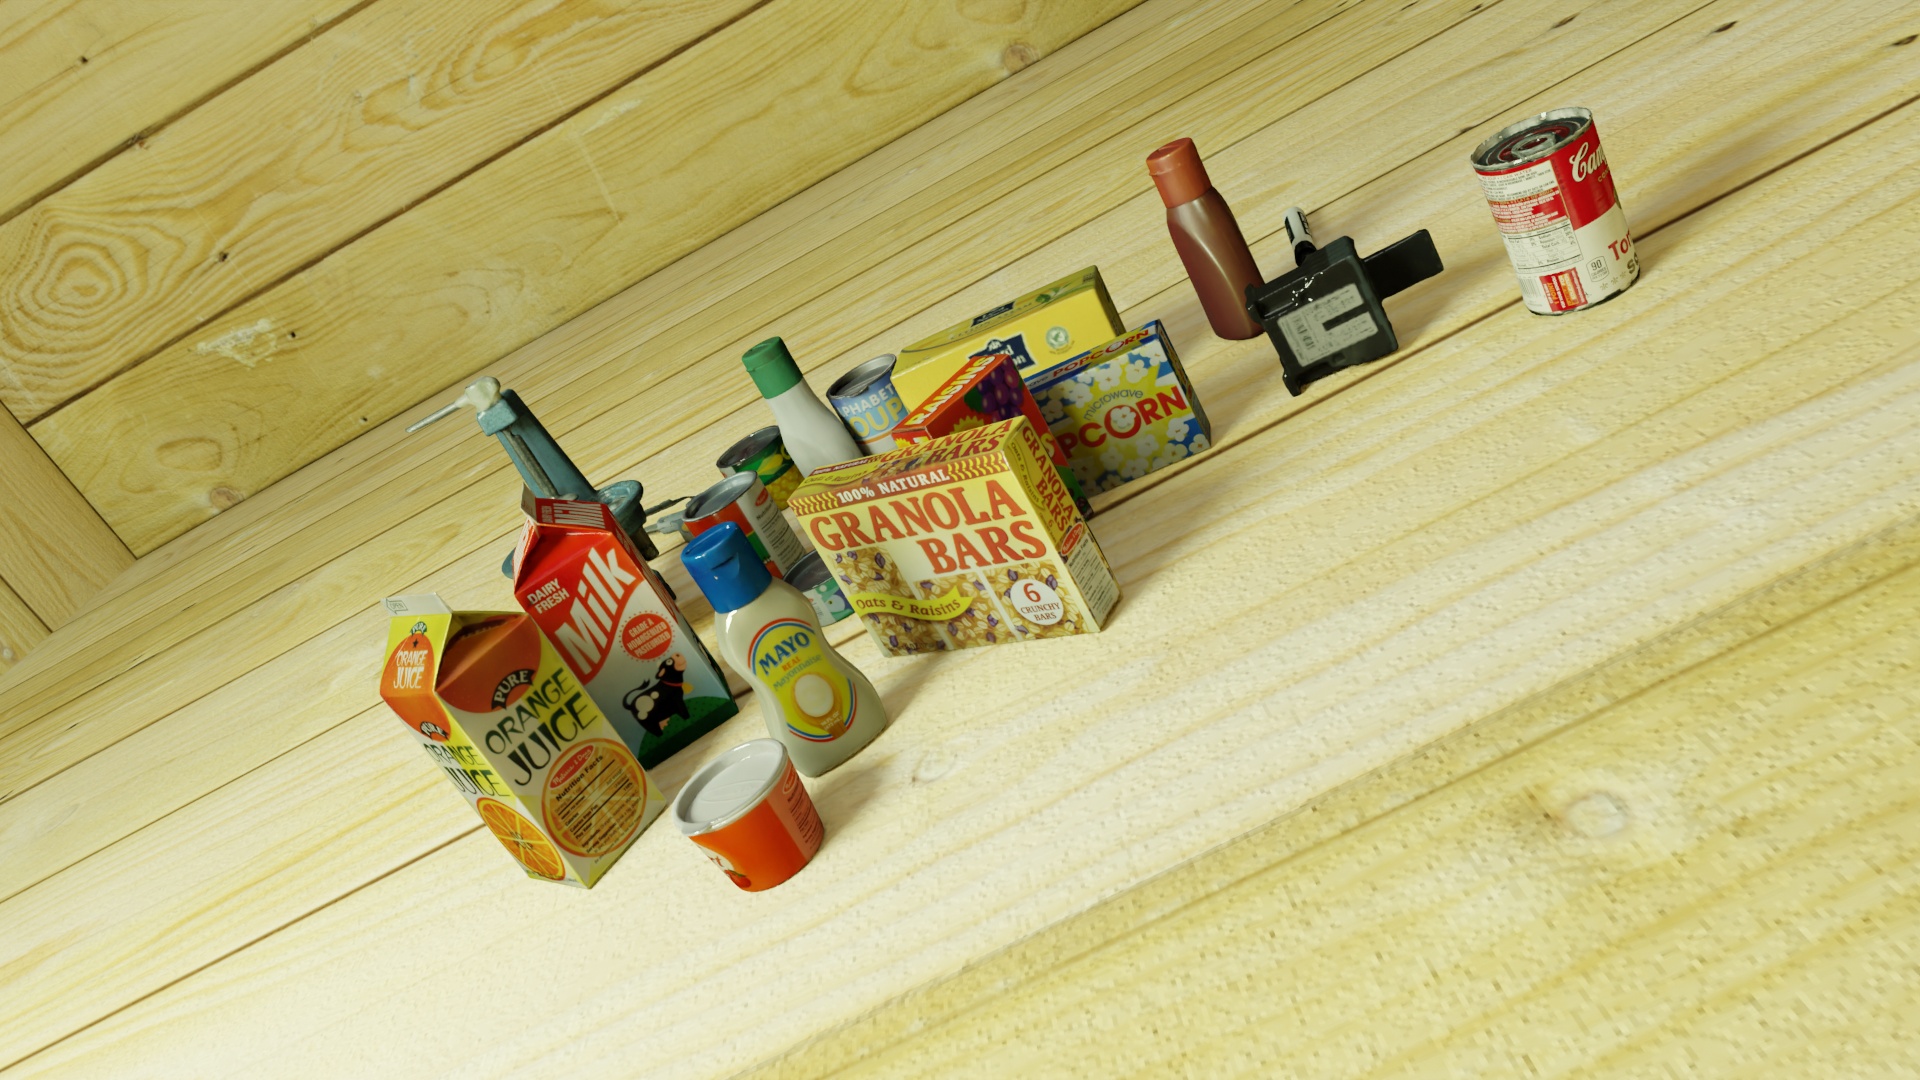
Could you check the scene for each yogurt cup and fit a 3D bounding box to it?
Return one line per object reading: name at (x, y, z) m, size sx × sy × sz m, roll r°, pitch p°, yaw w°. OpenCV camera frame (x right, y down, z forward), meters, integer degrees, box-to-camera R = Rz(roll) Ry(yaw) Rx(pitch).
yogurt cup at (-0.107, 0.144, 0.722) m, size 0.072 × 0.053 × 0.073 m, roll -25°, pitch 23°, yaw 11°

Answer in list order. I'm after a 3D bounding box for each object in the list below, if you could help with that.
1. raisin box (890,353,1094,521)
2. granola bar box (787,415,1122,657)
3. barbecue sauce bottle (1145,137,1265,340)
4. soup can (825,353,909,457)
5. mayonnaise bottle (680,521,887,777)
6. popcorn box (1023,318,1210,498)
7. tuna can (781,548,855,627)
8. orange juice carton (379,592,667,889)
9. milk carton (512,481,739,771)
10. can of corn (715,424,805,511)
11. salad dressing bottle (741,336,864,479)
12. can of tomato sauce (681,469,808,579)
raisin box at (0.022, -0.043, 0.869) m, size 0.040 × 0.123 × 0.086 m, roll 0°, pitch 37°, yaw 51°
granola bar box at (-0.005, 0.002, 0.805) m, size 0.165 × 0.124 × 0.039 m, roll -11°, pitch 29°, yaw 39°
barbecue sauce bottle at (0.182, -0.220, 1.016) m, size 0.044 × 0.148 × 0.065 m, roll -34°, pitch 22°, yaw -9°
soup can at (-0.063, -0.100, 1.147) m, size 0.071 × 0.083 × 0.071 m, roll -25°, pitch 23°, yaw 11°
mayonnaise bottle at (-0.101, 0.059, 0.772) m, size 0.065 × 0.147 × 0.041 m, roll -35°, pitch 22°, yaw -11°
popcorn box at (0.090, -0.079, 0.913) m, size 0.126 × 0.085 × 0.038 m, roll -23°, pitch 23°, yaw 18°
tuna can at (-0.089, 0.028, 0.974) m, size 0.071 × 0.032 × 0.071 m, roll -25°, pitch 23°, yaw 11°
orange juice carton at (-0.263, 0.107, 0.808) m, size 0.071 × 0.192 × 0.073 m, roll -7°, pitch 32°, yaw 45°
milk carton at (-0.227, 0.047, 0.895) m, size 0.073 × 0.190 × 0.072 m, roll -33°, pitch 22°, yaw -6°
can of corn at (-0.171, -0.061, 1.229) m, size 0.071 × 0.058 × 0.071 m, roll -25°, pitch 23°, yaw 11°
salad dressing bottle at (-0.124, -0.094, 1.123) m, size 0.044 × 0.147 × 0.064 m, roll -43°, pitch 25°, yaw -30°
can of tomato sauce at (-0.164, -0.001, 1.061) m, size 0.071 × 0.083 × 0.071 m, roll -25°, pitch 23°, yaw 11°
